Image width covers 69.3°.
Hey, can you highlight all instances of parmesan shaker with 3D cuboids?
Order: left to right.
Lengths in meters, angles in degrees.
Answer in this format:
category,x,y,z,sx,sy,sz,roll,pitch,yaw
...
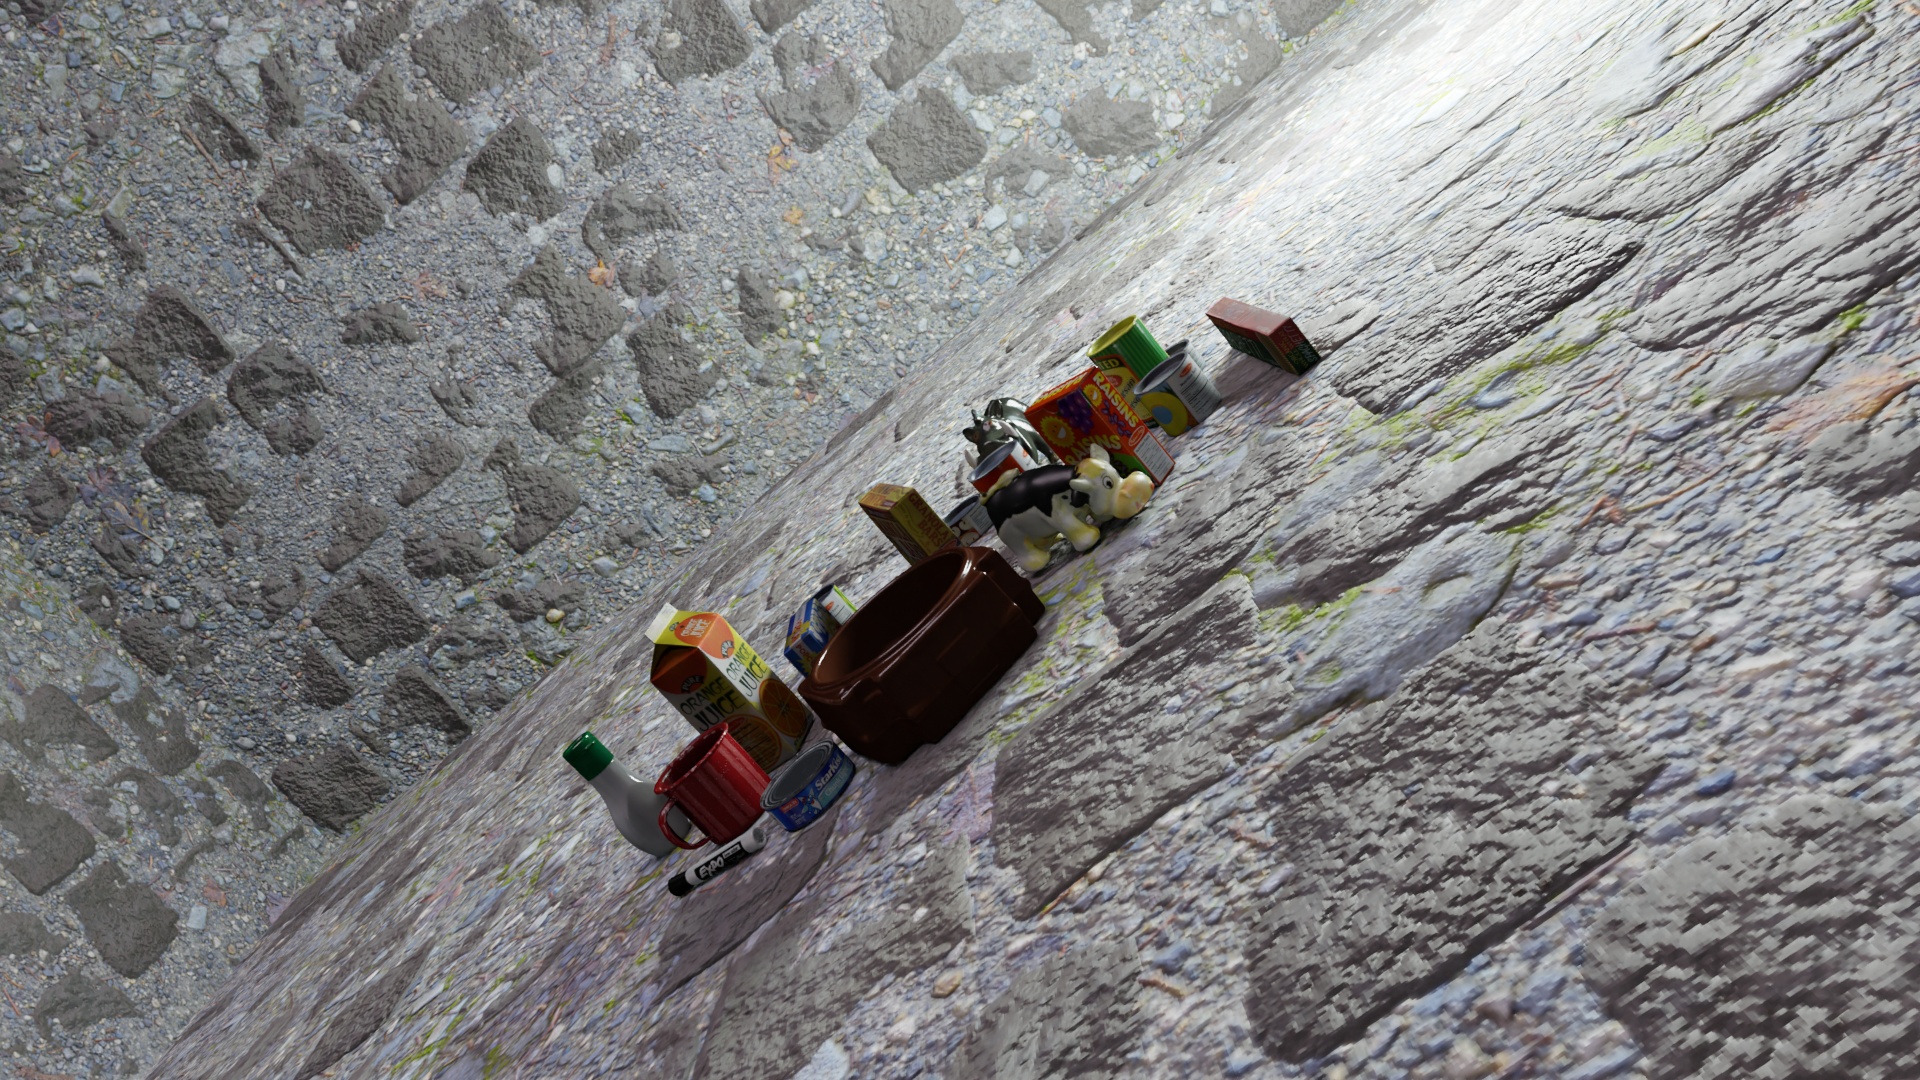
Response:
category,x,y,z,sx,sy,sz,roll,pitch,yaw
parmesan shaker,0.189,-0.175,1.444,0.071,0.103,0.071,-38,13,11

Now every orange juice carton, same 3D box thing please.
category,x,y,z,sx,sy,sz,roll,pitch,yaw
orange juice carton,-0.244,0.147,1.410,0.073,0.192,0.072,-36,14,22

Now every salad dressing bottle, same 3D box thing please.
category,x,y,z,sx,sy,sz,roll,pitch,yaw
salad dressing bottle,-0.344,0.259,1.425,0.044,0.147,0.064,-27,19,48

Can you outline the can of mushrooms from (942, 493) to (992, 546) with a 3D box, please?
category,x,y,z,sx,sy,sz,roll,pitch,yaw
can of mushrooms,0.006,-0.020,1.606,0.071,0.033,0.071,-38,13,11

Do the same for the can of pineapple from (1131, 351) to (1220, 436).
category,x,y,z,sx,sy,sz,roll,pitch,yaw
can of pineapple,0.214,-0.144,1.376,0.071,0.058,0.071,-38,13,11

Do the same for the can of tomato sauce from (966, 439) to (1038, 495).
category,x,y,z,sx,sy,sz,roll,pitch,yaw
can of tomato sauce,0.058,-0.052,1.456,0.071,0.083,0.071,-38,13,11

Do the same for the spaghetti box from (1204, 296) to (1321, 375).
category,x,y,z,sx,sy,sz,roll,pitch,yaw
spaghetti box,0.293,-0.204,1.366,0.028,0.050,0.251,-39,13,6

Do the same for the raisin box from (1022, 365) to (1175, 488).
category,x,y,z,sx,sy,sz,roll,pitch,yaw
raisin box,0.130,-0.095,1.306,0.086,0.123,0.040,-23,22,53

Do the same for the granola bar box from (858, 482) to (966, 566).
category,x,y,z,sx,sy,sz,roll,pitch,yaw
granola bar box,-0.043,-0.002,1.485,0.039,0.124,0.165,-43,13,-9

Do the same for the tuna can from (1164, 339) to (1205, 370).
category,x,y,z,sx,sy,sz,roll,pitch,yaw
tuna can,0.230,-0.185,1.517,0.071,0.033,0.071,-38,13,11

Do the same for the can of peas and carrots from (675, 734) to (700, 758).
category,x,y,z,sx,sy,sz,roll,pitch,yaw
can of peas and carrots,-0.259,0.236,1.457,0.071,0.058,0.071,-38,13,11

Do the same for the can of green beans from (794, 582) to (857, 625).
category,x,y,z,sx,sy,sz,roll,pitch,yaw
can of green beans,-0.154,0.093,1.634,0.071,0.057,0.071,-38,13,11

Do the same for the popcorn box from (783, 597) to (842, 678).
category,x,y,z,sx,sy,sz,roll,pitch,yaw
popcorn box,-0.141,0.118,1.455,0.038,0.085,0.127,-39,13,7
